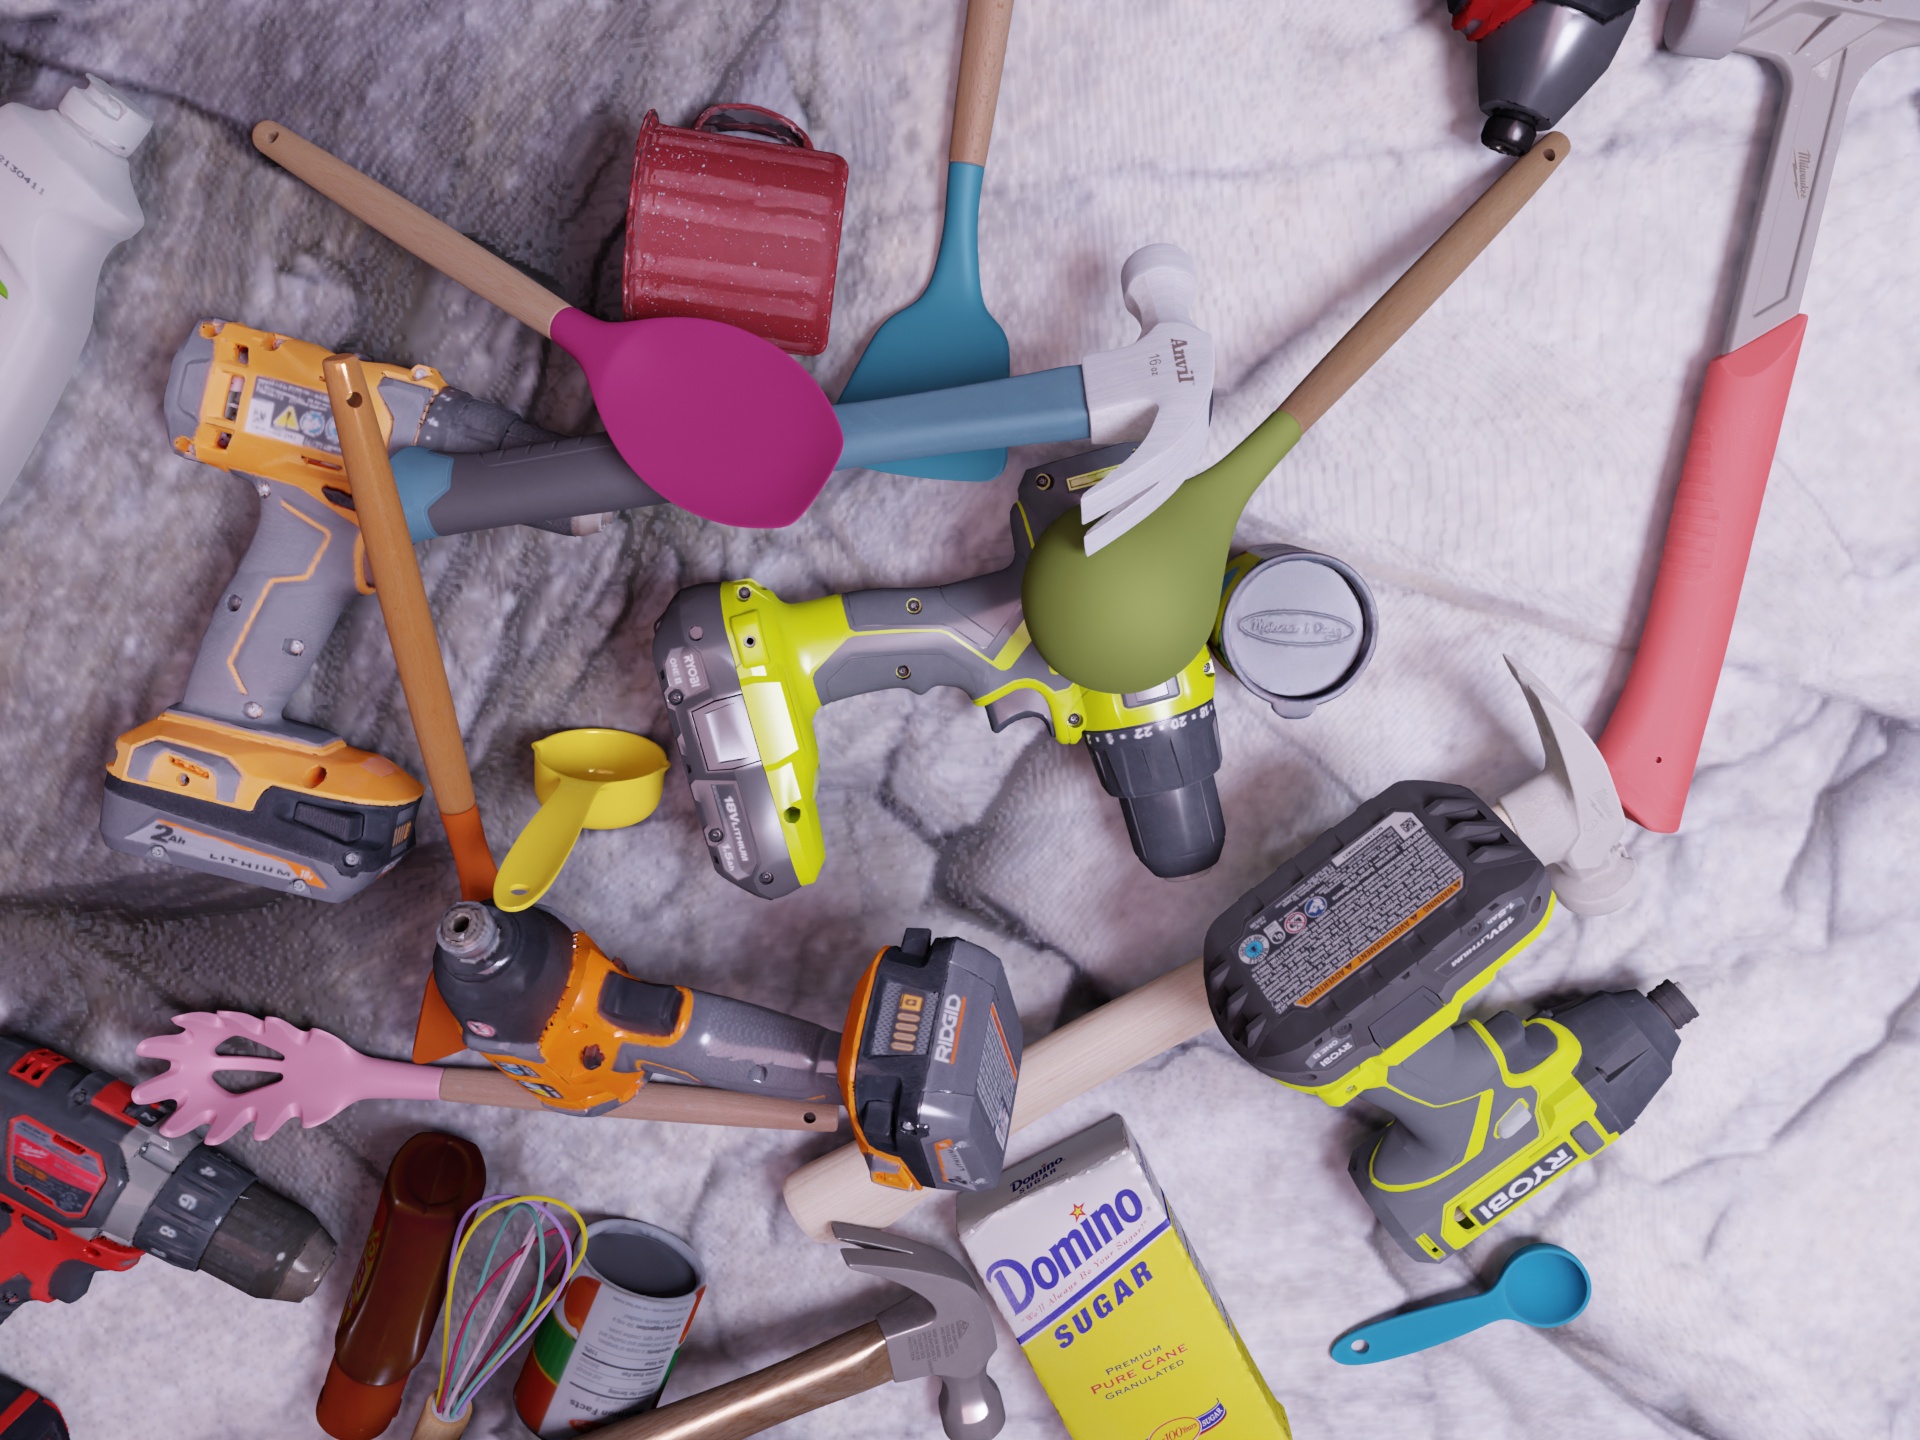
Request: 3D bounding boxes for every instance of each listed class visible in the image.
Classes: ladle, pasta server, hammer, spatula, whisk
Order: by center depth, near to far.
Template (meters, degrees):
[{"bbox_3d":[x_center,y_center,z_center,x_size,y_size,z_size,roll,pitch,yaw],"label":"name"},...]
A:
[{"bbox_3d":[-0.065,-0.108,0.617,0.331,0.033,0.128,-8,58,4],"label":"hammer"},{"bbox_3d":[-0.213,0.010,0.644,0.081,0.041,0.322,-21,122,-28],"label":"spatula"},{"bbox_3d":[0.145,-0.134,0.651,0.078,0.062,0.320,45,76,-3],"label":"ladle"},{"bbox_3d":[0.006,-0.259,0.661,0.082,0.044,0.317,11,98,14],"label":"spatula"},{"bbox_3d":[0.346,-0.126,0.689,0.149,0.037,0.359,9,99,-2],"label":"hammer"},{"bbox_3d":[-0.141,0.321,0.706,0.331,0.031,0.130,-16,112,-16],"label":"hammer"},{"bbox_3d":[0.097,0.120,0.707,0.410,0.038,0.146,-30,128,8],"label":"hammer"},{"bbox_3d":[-0.226,0.304,0.733,0.051,0.047,0.245,45,121,33],"label":"whisk"},{"bbox_3d":[-0.214,0.173,0.738,0.316,0.040,0.060,5,89,-2],"label":"pasta server"}]

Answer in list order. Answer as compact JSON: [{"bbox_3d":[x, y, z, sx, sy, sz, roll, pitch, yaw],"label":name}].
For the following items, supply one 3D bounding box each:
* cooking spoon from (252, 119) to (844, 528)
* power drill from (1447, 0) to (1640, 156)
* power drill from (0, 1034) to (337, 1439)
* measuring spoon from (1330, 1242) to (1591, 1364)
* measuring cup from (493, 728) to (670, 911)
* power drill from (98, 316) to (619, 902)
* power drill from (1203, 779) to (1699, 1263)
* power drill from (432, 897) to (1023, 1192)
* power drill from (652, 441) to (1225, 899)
[{"bbox_3d":[-0.173,-0.167,0.623,0.319,0.017,0.069,34,92,20],"label":"cooking spoon"},{"bbox_3d":[0.172,-0.326,0.636,0.219,0.078,0.143,18,100,-6],"label":"power drill"},{"bbox_3d":[-0.417,0.278,0.738,0.188,0.080,0.226,31,95,-6],"label":"power drill"},{"bbox_3d":[0.240,0.284,0.772,0.128,0.021,0.042,-24,100,13],"label":"measuring spoon"},{"bbox_3d":[-0.163,0.047,0.658,0.062,0.157,0.029,9,114,0],"label":"measuring cup"},{"bbox_3d":[-0.255,-0.041,0.682,0.185,0.084,0.226,14,95,-4],"label":"power drill"},{"bbox_3d":[0.215,0.129,0.675,0.171,0.080,0.223,-39,129,7],"label":"power drill"},{"bbox_3d":[-0.097,0.123,0.642,0.226,0.164,0.084,6,62,12],"label":"power drill"},{"bbox_3d":[-0.001,-0.002,0.690,0.228,0.080,0.190,-15,98,-1],"label":"power drill"}]
